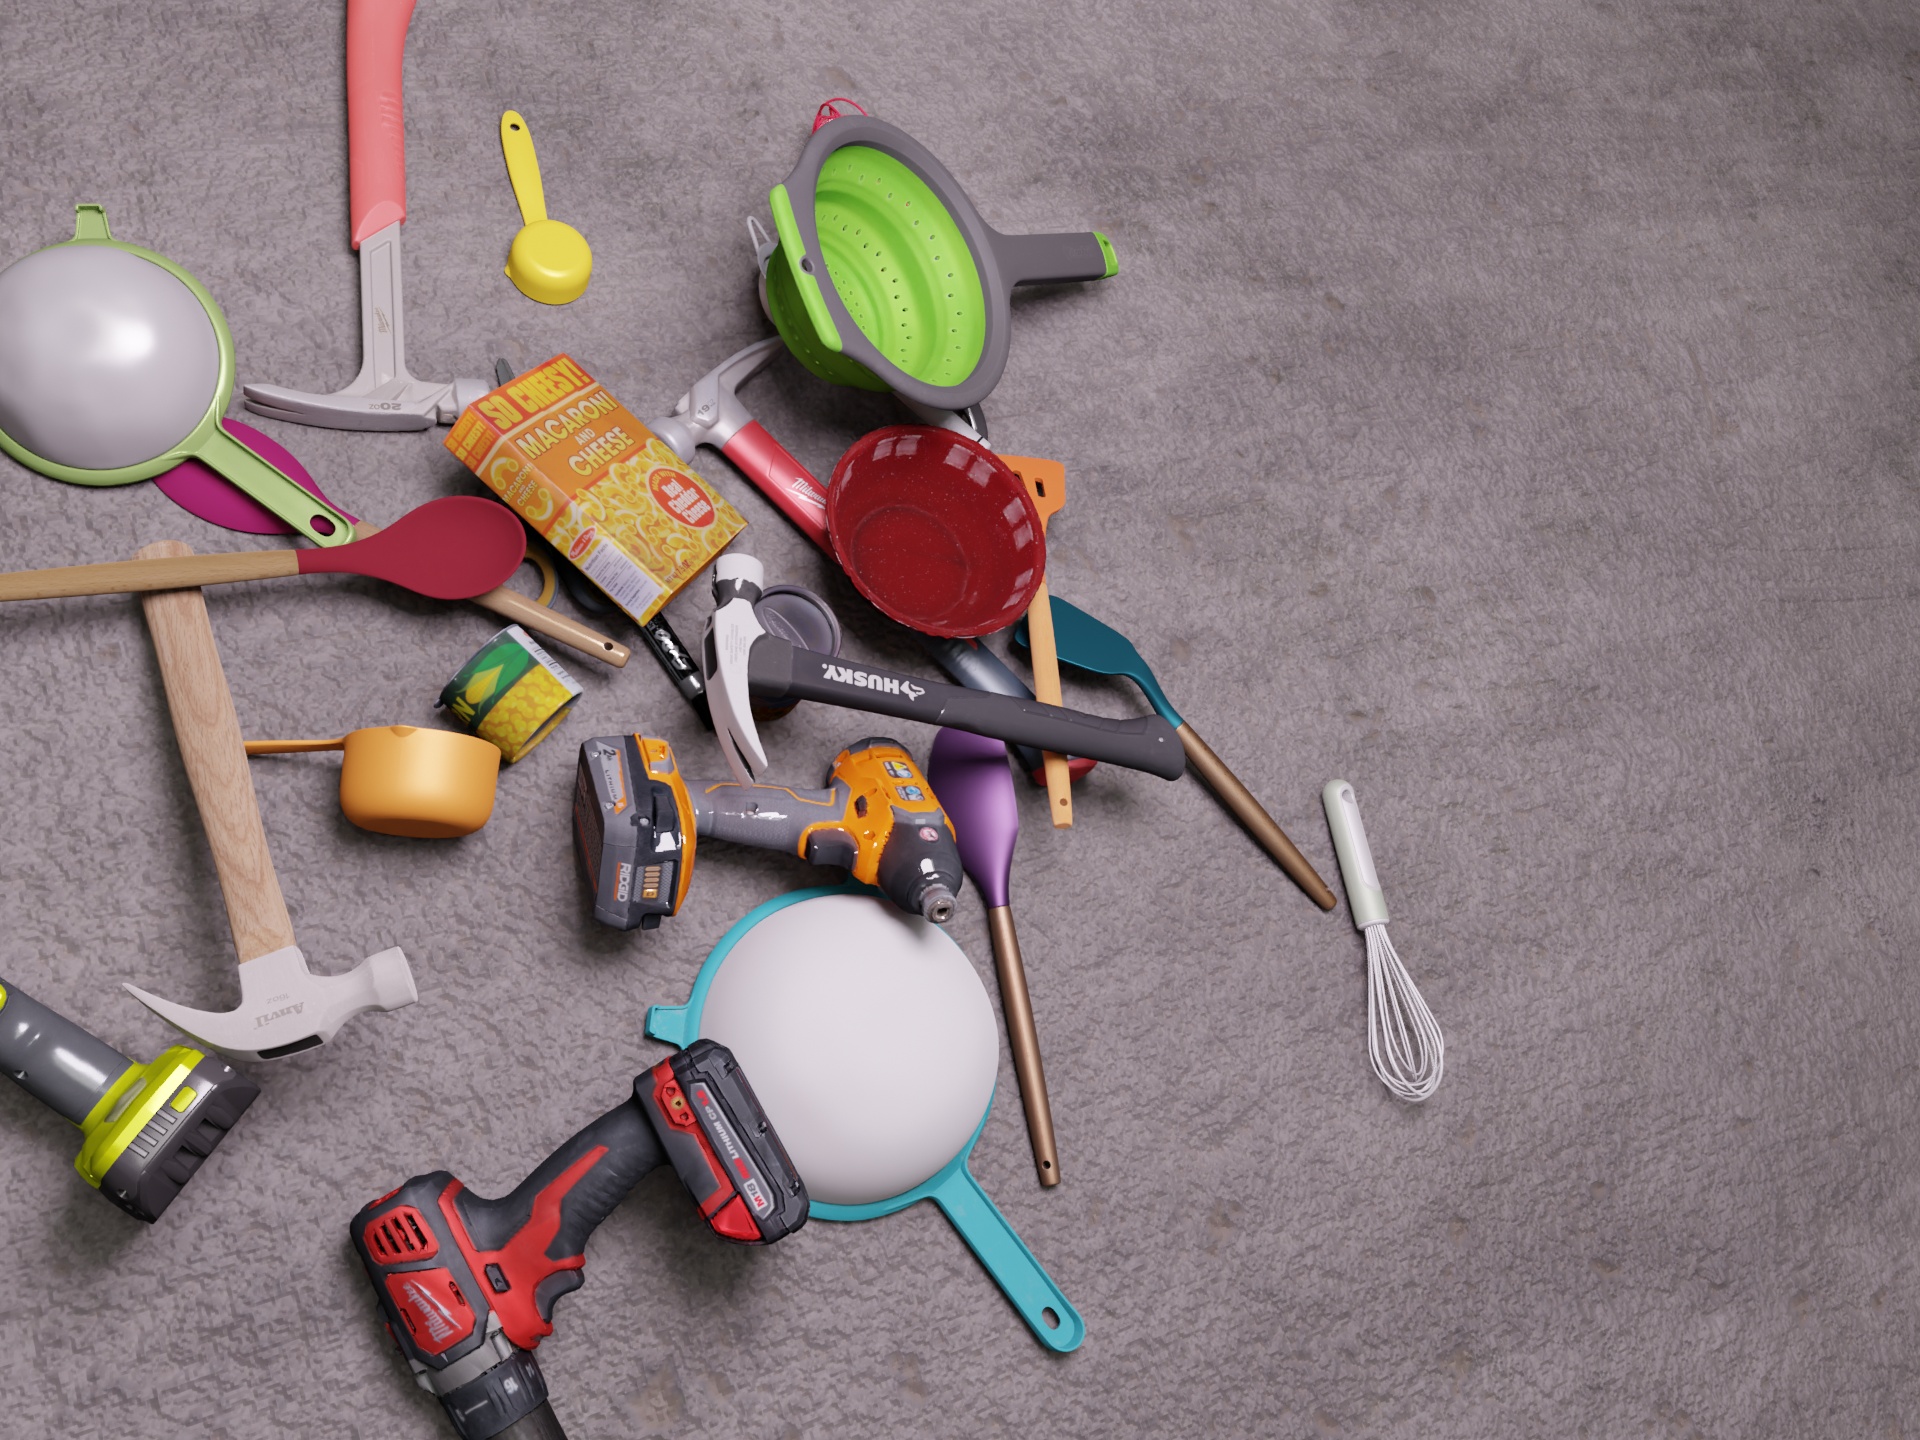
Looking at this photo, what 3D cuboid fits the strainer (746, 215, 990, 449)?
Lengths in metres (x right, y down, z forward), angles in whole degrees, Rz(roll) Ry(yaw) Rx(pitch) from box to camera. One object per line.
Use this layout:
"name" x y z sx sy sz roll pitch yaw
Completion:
"strainer" -0.069 -0.266 1.167 0.258 0.050 0.087 40 30 -3

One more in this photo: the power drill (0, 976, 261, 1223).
"power drill" -0.461 0.147 0.770 0.228 0.190 0.080 39 61 -11

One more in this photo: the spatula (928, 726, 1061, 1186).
"spatula" 0.029 0.152 1.071 0.060 0.018 0.316 -14 77 11

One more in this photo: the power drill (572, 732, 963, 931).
"power drill" -0.111 0.072 0.971 0.226 0.084 0.164 1 29 -22

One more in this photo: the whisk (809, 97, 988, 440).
"whisk" -0.045 -0.336 1.207 0.073 0.073 0.296 -21 85 -28

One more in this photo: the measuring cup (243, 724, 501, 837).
"measuring cup" -0.358 0.038 0.925 0.173 0.095 0.052 0 75 -4

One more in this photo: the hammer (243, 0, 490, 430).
"hammer" -0.402 -0.361 1.070 0.149 0.036 0.359 -1 72 -24

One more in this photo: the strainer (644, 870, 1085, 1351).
"strainer" -0.020 0.246 0.976 0.211 0.095 0.340 -36 86 -30

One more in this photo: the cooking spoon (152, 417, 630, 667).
"cooking spoon" -0.354 -0.108 0.994 0.319 0.017 0.069 26 64 -6

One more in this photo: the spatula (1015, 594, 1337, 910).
"spatula" 0.168 0.028 1.175 0.317 0.044 0.082 48 34 -9

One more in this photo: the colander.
"colander" -0.017 -0.315 1.145 0.397 0.094 0.204 -24 95 -51

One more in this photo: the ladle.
"ladle" -0.413 -0.089 0.924 0.315 0.031 0.069 -9 71 -27

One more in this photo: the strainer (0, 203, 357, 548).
"strainer" -0.469 -0.186 0.935 0.256 0.069 0.151 37 78 -6

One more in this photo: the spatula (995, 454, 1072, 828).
"spatula" 0.054 -0.069 1.127 0.081 0.041 0.323 2 62 -13

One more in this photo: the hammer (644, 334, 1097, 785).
"hammer" -0.040 -0.106 1.132 0.386 0.038 0.143 44 59 -3

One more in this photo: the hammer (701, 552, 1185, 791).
"hammer" -0.002 -0.003 1.012 0.334 0.035 0.146 12 58 -24

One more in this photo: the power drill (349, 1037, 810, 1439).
"power drill" -0.194 0.298 0.868 0.226 0.080 0.188 -29 84 -10

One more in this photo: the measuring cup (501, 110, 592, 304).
"measuring cup" -0.299 -0.369 1.120 0.062 0.029 0.157 -10 77 -26

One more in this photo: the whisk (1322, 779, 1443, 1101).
"whisk" 0.309 0.159 1.181 0.057 0.059 0.246 5 64 -35

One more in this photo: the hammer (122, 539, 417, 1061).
"hammer" -0.408 0.034 0.873 0.130 0.031 0.332 -20 63 -16
